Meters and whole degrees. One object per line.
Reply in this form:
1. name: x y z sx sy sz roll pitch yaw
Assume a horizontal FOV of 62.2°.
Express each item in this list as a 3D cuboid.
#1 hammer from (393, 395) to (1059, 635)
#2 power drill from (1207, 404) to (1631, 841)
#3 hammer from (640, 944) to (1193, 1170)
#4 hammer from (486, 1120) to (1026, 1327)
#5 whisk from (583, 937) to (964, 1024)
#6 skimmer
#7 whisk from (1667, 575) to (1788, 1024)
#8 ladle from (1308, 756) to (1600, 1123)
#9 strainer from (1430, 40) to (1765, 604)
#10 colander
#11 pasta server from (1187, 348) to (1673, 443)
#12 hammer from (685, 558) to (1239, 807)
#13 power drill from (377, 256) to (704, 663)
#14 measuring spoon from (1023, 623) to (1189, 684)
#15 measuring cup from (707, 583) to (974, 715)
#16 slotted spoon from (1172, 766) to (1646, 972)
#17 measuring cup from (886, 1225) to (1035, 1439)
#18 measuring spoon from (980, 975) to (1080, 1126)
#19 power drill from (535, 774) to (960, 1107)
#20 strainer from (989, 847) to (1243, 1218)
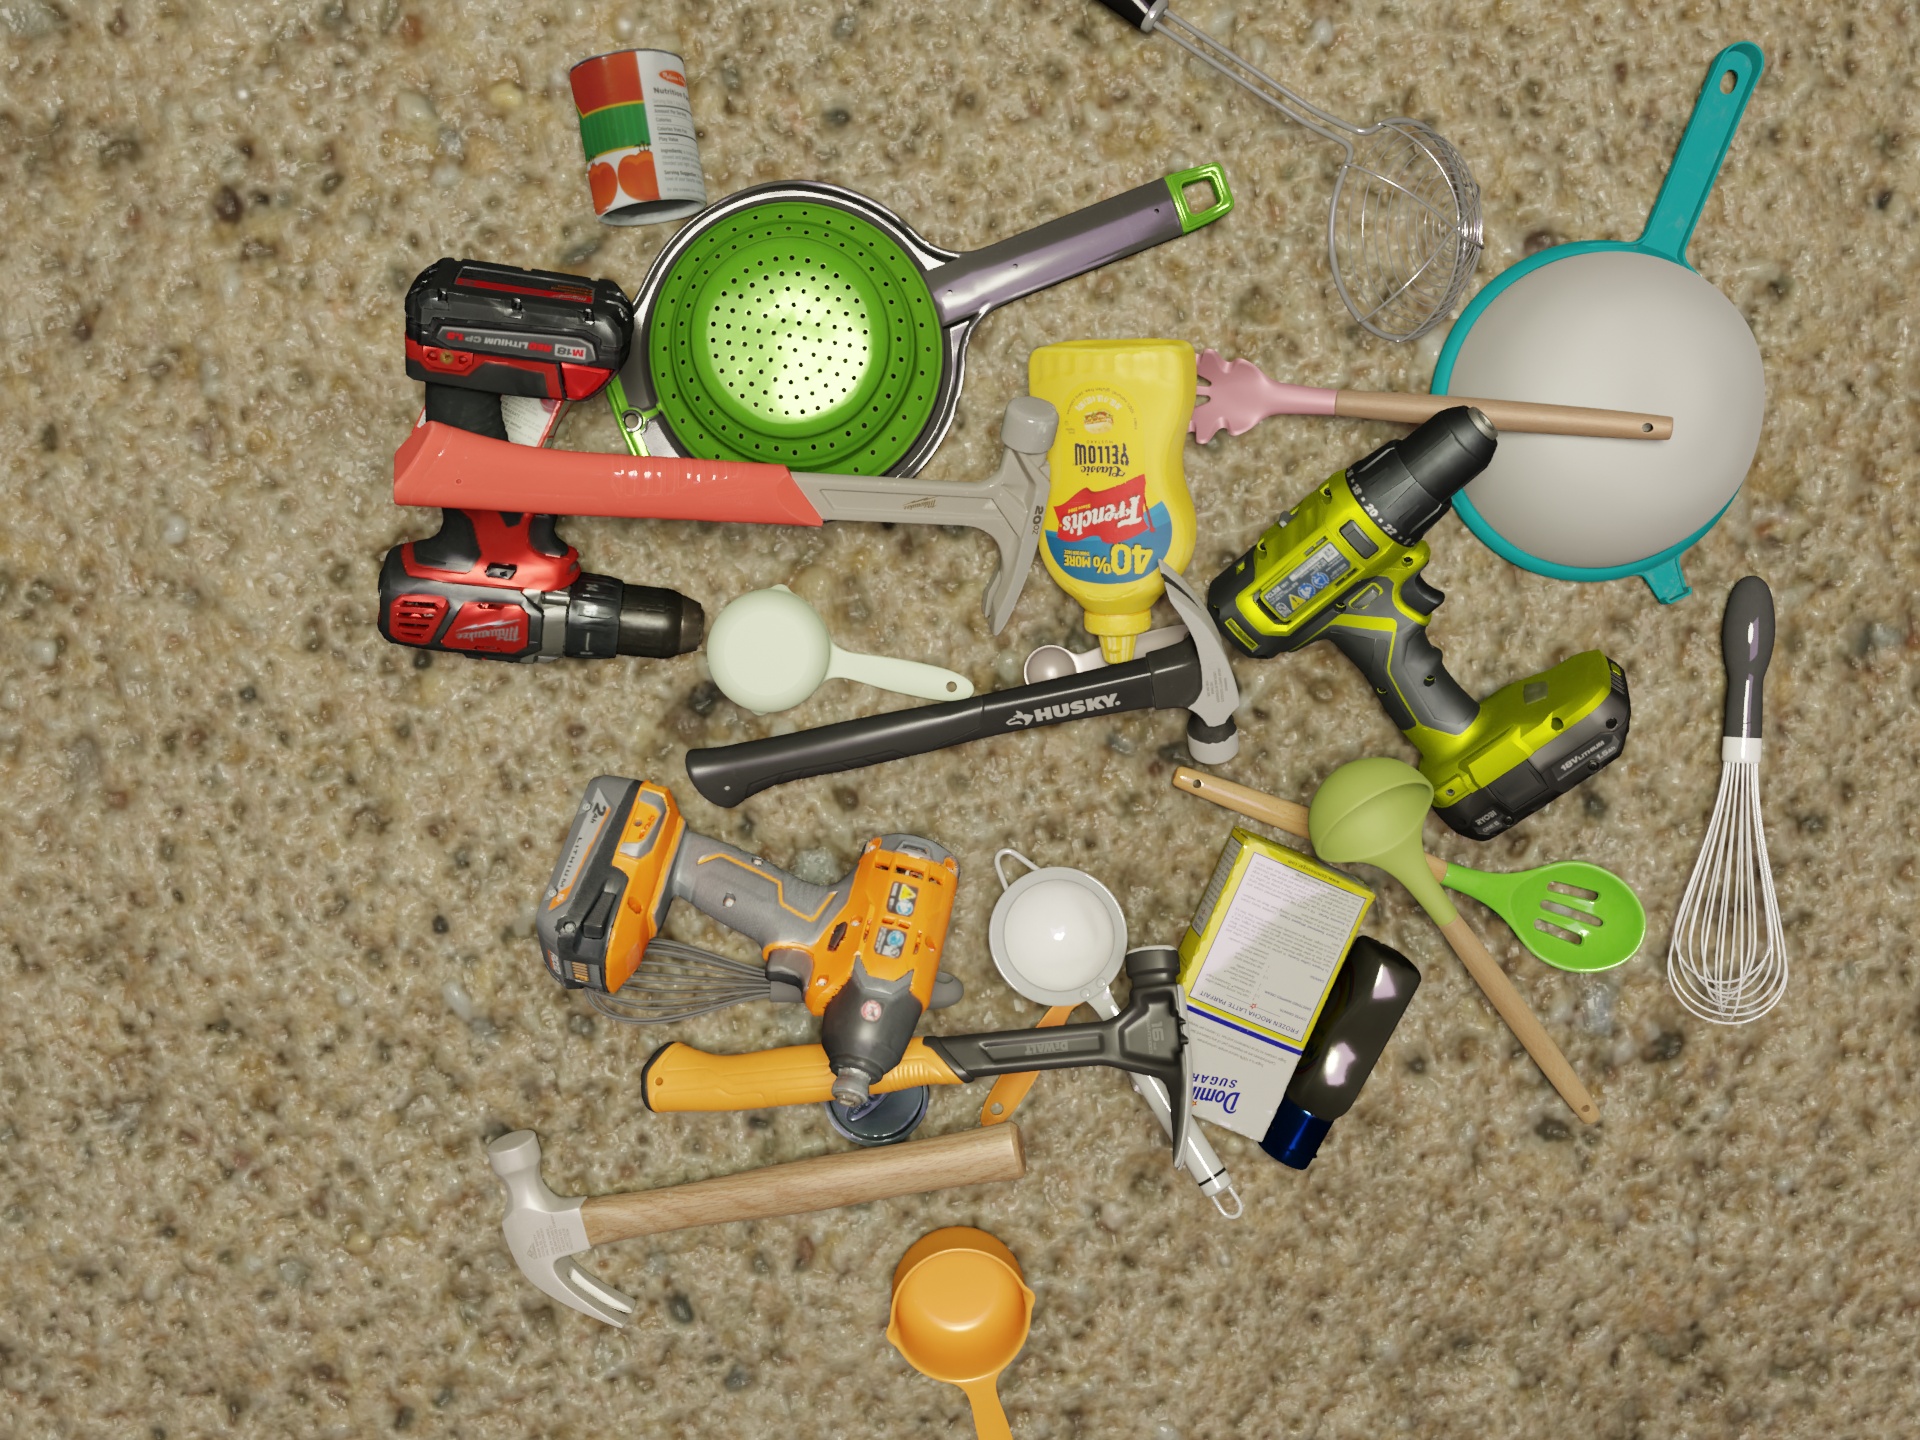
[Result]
1. hammer: -0.125 -0.119 0.886 0.359 0.037 0.149 0 128 -19
2. power drill: 0.287 -0.057 0.942 0.228 0.080 0.190 44 121 -8
3. hammer: -0.030 0.213 0.951 0.337 0.034 0.127 -7 70 11
4. hammer: -0.123 0.295 0.984 0.331 0.031 0.130 -11 100 8
5. whisk: -0.116 0.165 0.989 0.239 0.055 0.055 3 96 -7
6. skimmer: 0.159 -0.369 0.955 0.363 0.090 0.127 37 73 5
7. whisk: 0.493 0.051 1.006 0.070 0.070 0.284 3 91 -3
8. ladle: 0.317 0.146 0.979 0.078 0.062 0.320 -35 108 13
9. strainer: 0.421 -0.248 0.949 0.211 0.095 0.340 20 96 -5
10. colander: -0.021 -0.248 0.927 0.397 0.094 0.204 -22 96 0
11. pasta server: 0.247 -0.183 0.931 0.316 0.040 0.060 8 110 17
12. hammer: -0.002 -0.003 0.959 0.335 0.035 0.146 -12 133 4
13. power drill: -0.233 -0.134 0.911 0.188 0.080 0.226 5 118 -13
14. measuring spoon: 0.098 -0.040 0.997 0.124 0.018 0.034 -14 88 -8
15. measuring cup: -0.073 -0.033 0.973 0.167 0.038 0.083 11 95 -2
16. slotted spoon: 0.283 0.086 1.010 0.313 0.031 0.070 20 94 -3
17. measuring cup: 0.010 0.407 1.016 0.095 0.052 0.173 -15 98 -1
18. measuring spoon: 0.046 0.213 1.020 0.021 0.011 0.117 31 97 -5
19. power drill: -0.125 0.128 0.929 0.226 0.084 0.164 13 56 1
20. strainer: 0.097 0.189 0.975 0.087 0.050 0.258 -35 76 11
